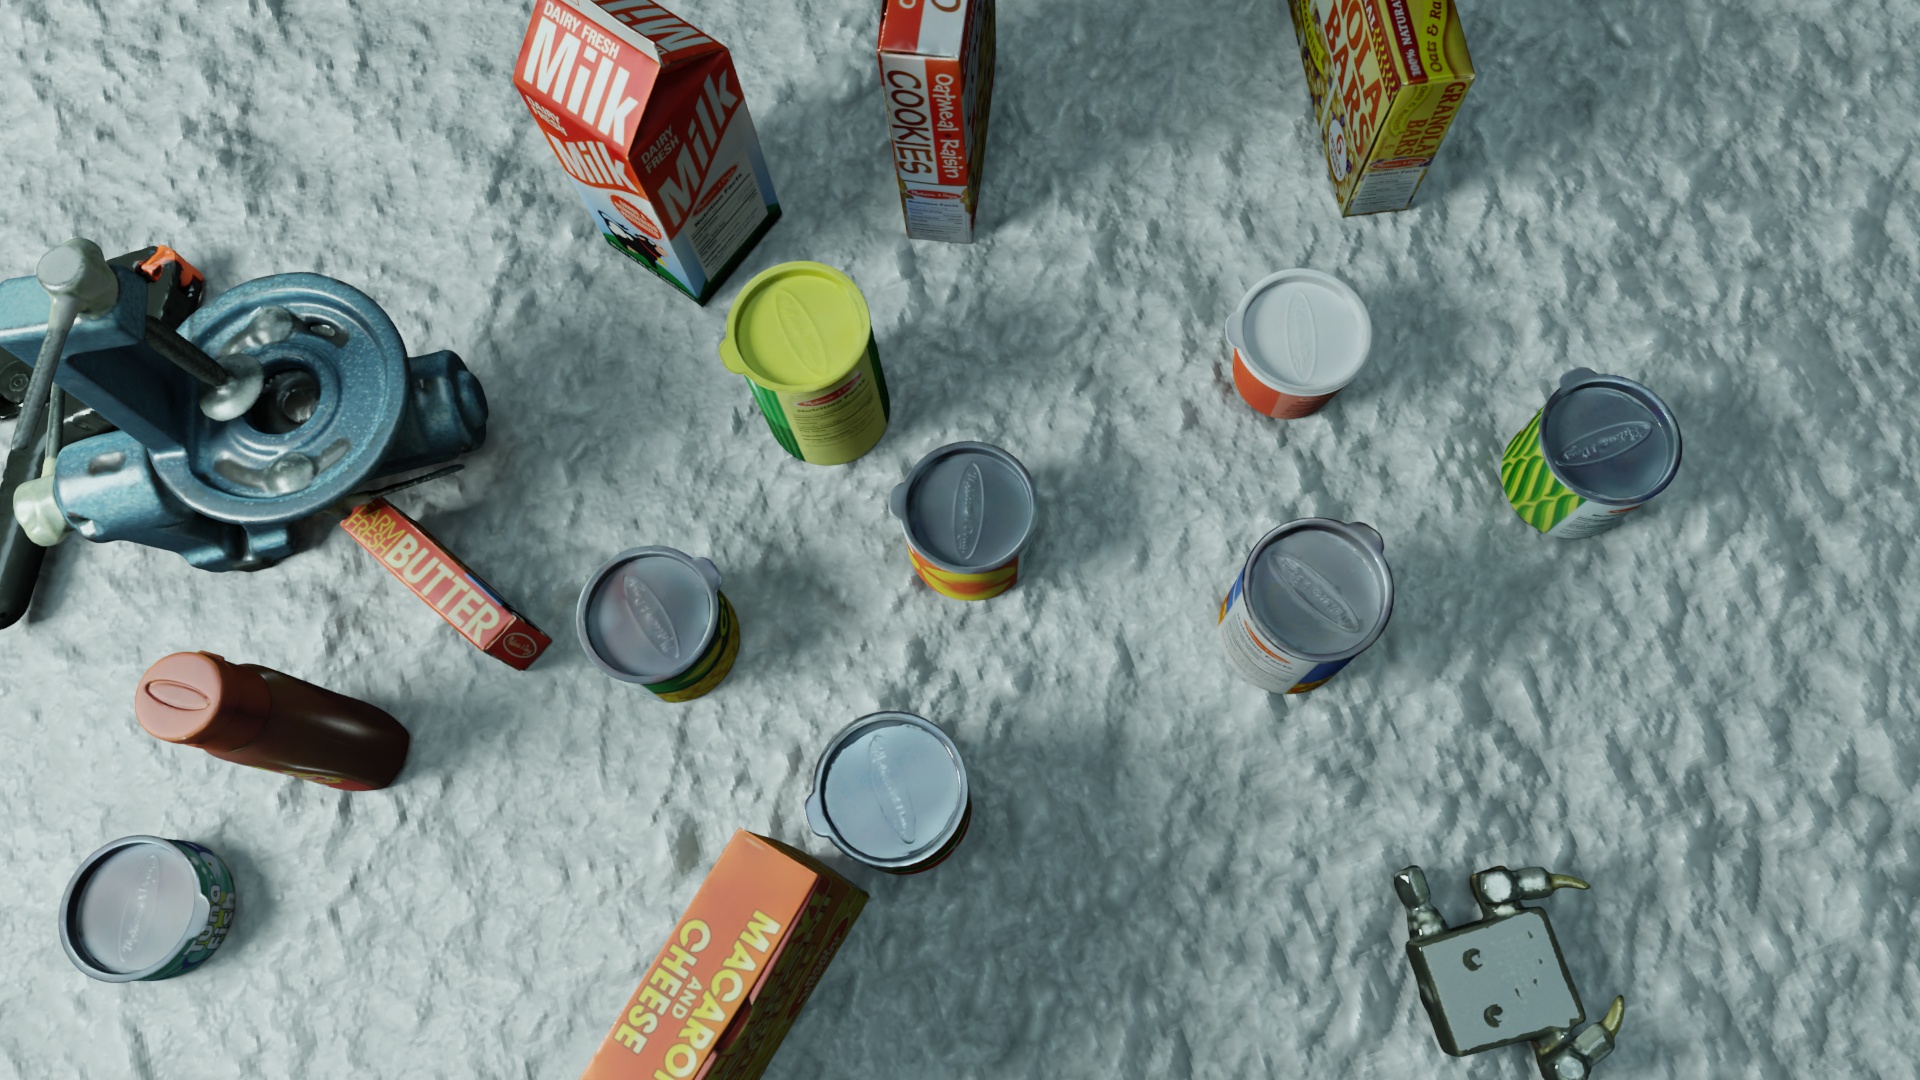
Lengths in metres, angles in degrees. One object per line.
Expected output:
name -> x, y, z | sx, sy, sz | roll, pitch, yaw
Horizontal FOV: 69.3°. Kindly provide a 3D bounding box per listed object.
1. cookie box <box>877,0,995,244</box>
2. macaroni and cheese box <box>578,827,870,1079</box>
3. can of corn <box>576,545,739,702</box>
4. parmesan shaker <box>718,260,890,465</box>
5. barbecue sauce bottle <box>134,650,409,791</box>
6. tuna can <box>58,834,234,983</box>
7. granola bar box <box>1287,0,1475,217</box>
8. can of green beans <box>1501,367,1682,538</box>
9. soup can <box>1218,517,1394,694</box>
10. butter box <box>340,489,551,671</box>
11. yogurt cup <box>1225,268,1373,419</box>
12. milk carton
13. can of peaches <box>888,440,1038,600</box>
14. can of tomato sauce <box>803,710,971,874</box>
cookie box -> -0.009, -0.244, 0.695 | 0.040, 0.167, 0.123 | 6, 74, 4
macaroni and cheese box -> -0.092, 0.186, 0.568 | 0.040, 0.166, 0.124 | 30, 77, 10
can of corn -> -0.142, 0.040, 0.670 | 0.071, 0.058, 0.071 | -1, 73, 2
parmesan shaker -> -0.074, -0.083, 0.682 | 0.071, 0.103, 0.071 | -1, 74, 2
barbecue sauce bottle -> -0.305, 0.081, 0.617 | 0.065, 0.148, 0.044 | 15, 75, 7
tuna can -> -0.378, 0.173, 0.652 | 0.071, 0.032, 0.071 | -1, 73, 2
granola bar box -> 0.209, -0.271, 0.718 | 0.039, 0.124, 0.166 | -8, 73, 0
can of green beans -> 0.306, -0.040, 0.679 | 0.071, 0.057, 0.071 | -1, 73, 2
soup can -> 0.161, 0.031, 0.649 | 0.071, 0.083, 0.071 | -1, 73, 2
butter box -> -0.253, 0.021, 0.683 | 0.103, 0.053, 0.024 | 38, 79, 12
yogurt cup -> 0.169, -0.096, 0.703 | 0.072, 0.053, 0.072 | -1, 73, 2
milk carton -> -0.150, -0.199, 0.674 | 0.072, 0.190, 0.073 | 35, 78, 11
can of peaches -> 0.002, -0.009, 0.680 | 0.071, 0.058, 0.071 | -1, 73, 2
can of tomato sauce -> -0.030, 0.118, 0.630 | 0.071, 0.083, 0.071 | -1, 73, 2
